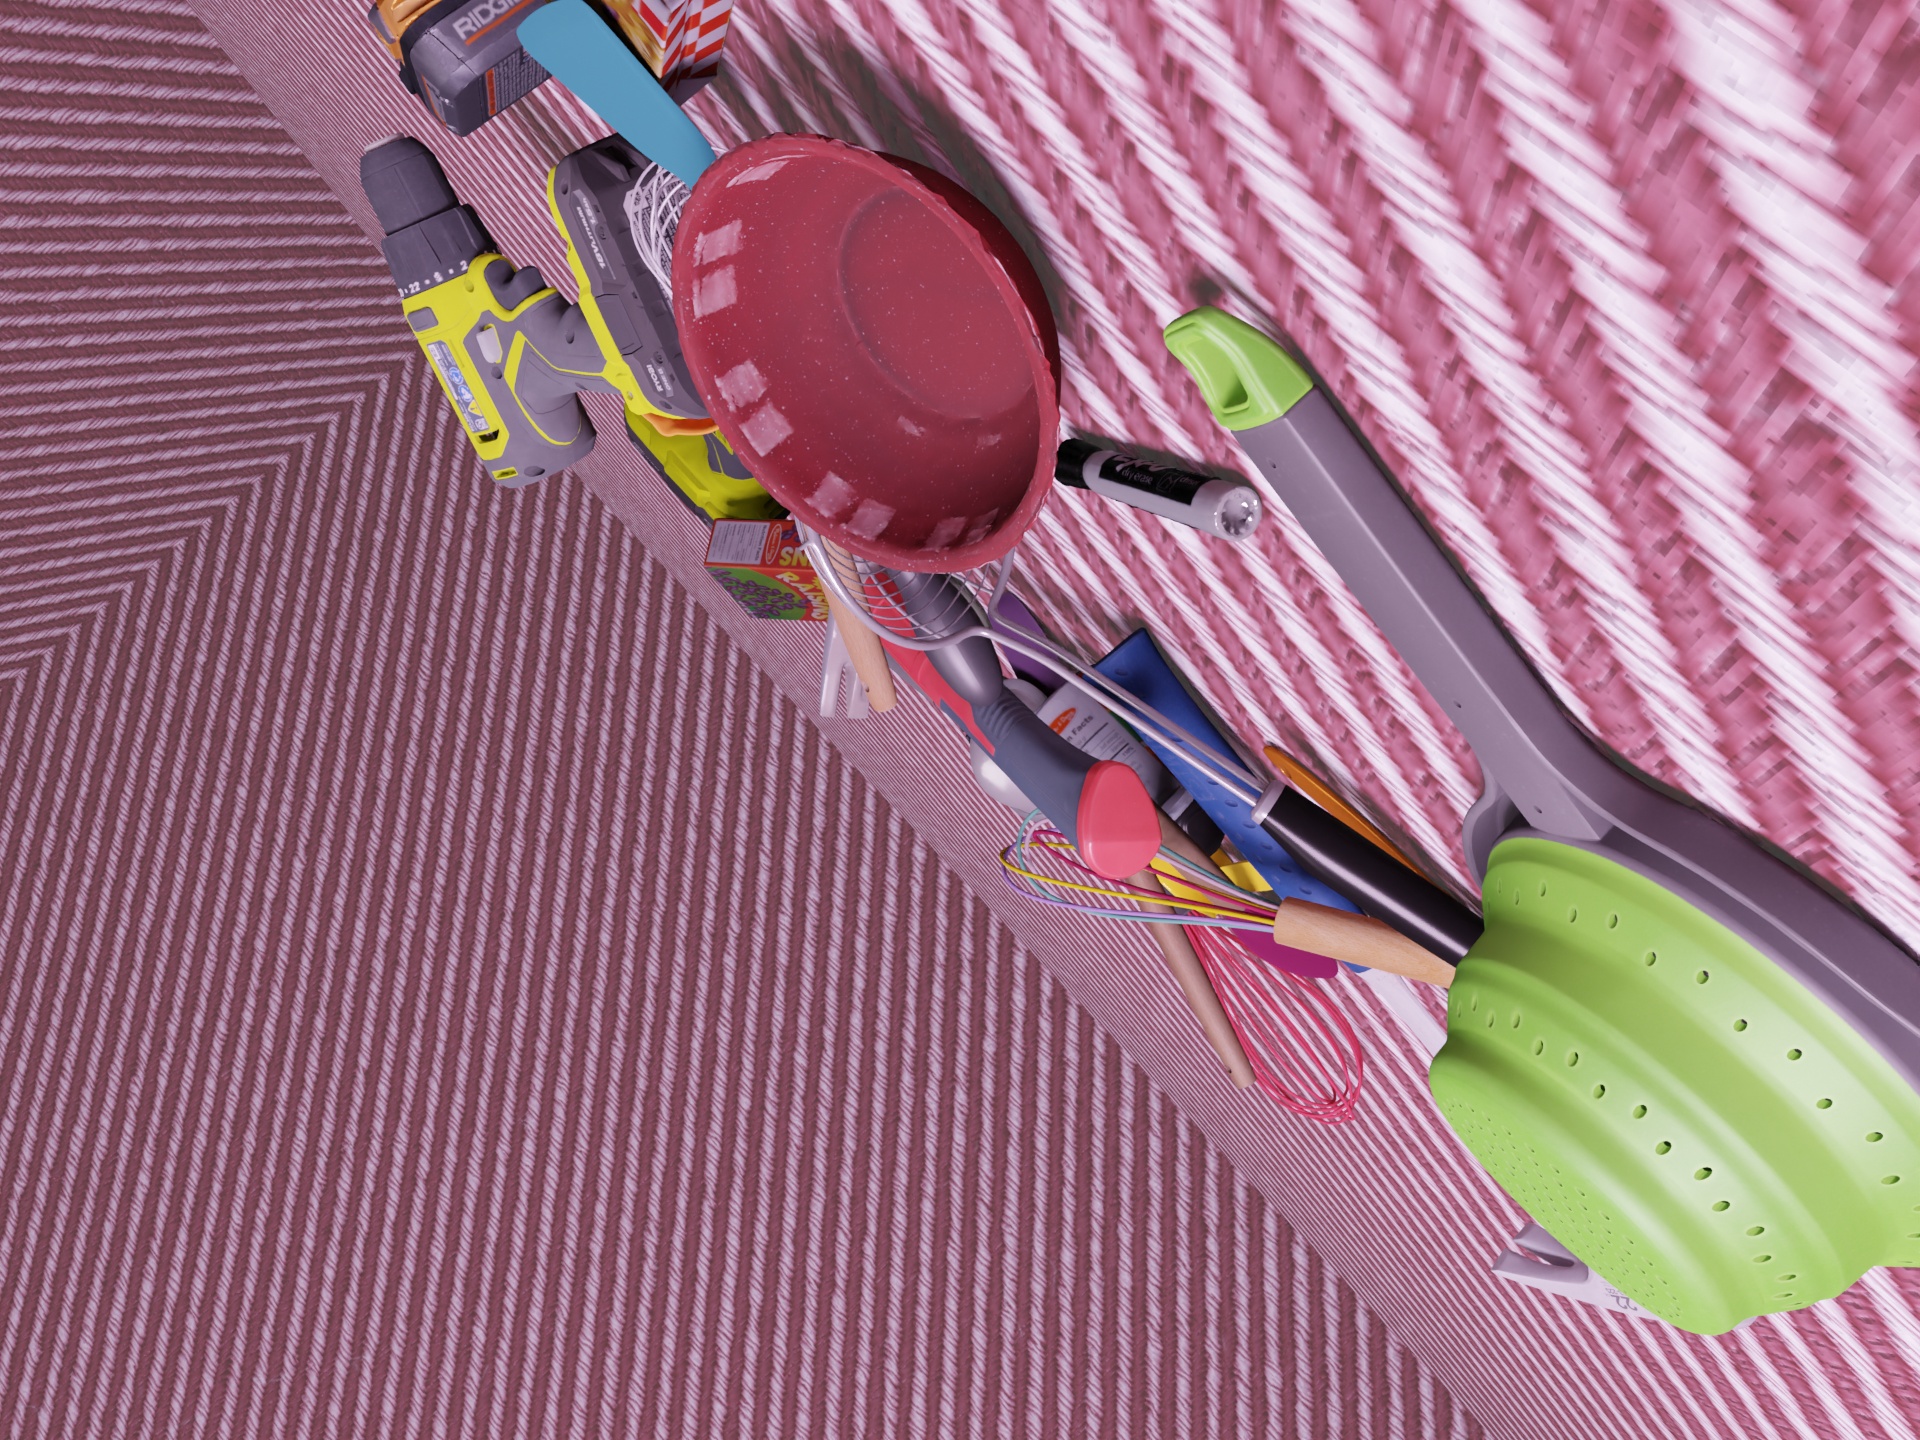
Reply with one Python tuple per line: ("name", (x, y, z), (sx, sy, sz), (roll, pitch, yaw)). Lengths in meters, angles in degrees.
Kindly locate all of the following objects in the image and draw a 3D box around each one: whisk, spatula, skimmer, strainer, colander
("whisk", (-0.058, -0.128, 0.711), (0.284, 0.070, 0.070), (59, 171, -8))
("spatula", (0.094, 0.069, 0.918), (0.316, 0.018, 0.060), (63, 157, 1))
("whisk", (0.165, 0.145, 1.062), (0.296, 0.073, 0.073), (51, 174, 25))
("skimmer", (0.085, -0.017, 0.641), (0.363, 0.127, 0.090), (35, 141, 7))
("spatula", (-0.091, -0.138, 0.663), (0.082, 0.044, 0.317), (20, 135, 56))
("whisk", (0.127, 0.083, 0.724), (0.245, 0.051, 0.047), (12, 168, 30))
("strainer", (-0.004, -0.009, 0.975), (0.259, 0.050, 0.086), (39, 133, 49))
("colander", (0.164, 0.057, 0.476), (0.397, 0.094, 0.204), (49, 172, -12))

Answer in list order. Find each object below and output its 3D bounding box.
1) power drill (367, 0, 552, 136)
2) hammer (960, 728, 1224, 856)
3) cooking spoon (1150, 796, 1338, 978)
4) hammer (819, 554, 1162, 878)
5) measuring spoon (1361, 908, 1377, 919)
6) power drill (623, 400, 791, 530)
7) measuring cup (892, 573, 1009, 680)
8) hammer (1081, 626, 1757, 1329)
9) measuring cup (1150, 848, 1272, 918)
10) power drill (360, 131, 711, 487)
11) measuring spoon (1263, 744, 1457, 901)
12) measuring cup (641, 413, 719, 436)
("power drill", (-0.275, -0.389, 0.728), (0.226, 0.084, 0.185), (54, 173, -16))
("hammer", (0.067, 0.021, 1.027), (0.127, 0.034, 0.337), (57, 168, -22))
("cooking spoon", (0.139, 0.091, 0.859), (0.069, 0.017, 0.318), (16, 164, 35))
("hammer", (-0.001, -0.003, 0.829), (0.387, 0.038, 0.143), (-133, 49, -60))
("measuring spoon", (0.180, 0.081, 0.783), (0.124, 0.018, 0.034), (50, 172, -16))
("power drill", (-0.169, -0.213, 1.038), (0.171, 0.080, 0.223), (46, 168, 4))
("measuring cup", (0.016, -0.048, 0.993), (0.168, 0.038, 0.083), (33, 165, 34))
("hammer", (0.199, 0.125, 0.759), (0.405, 0.035, 0.144), (50, 156, -1))
("measuring cup", (0.159, 0.084, 0.927), (0.062, 0.029, 0.156), (46, 161, -8))
("power drill", (-0.211, -0.224, 0.816), (0.228, 0.080, 0.190), (0, 122, 44))
("measuring spoon", (0.173, 0.050, 0.695), (0.117, 0.011, 0.021), (44, 171, 26))
("measuring cup", (-0.108, -0.193, 0.881), (0.173, 0.052, 0.095), (22, 127, 6))
